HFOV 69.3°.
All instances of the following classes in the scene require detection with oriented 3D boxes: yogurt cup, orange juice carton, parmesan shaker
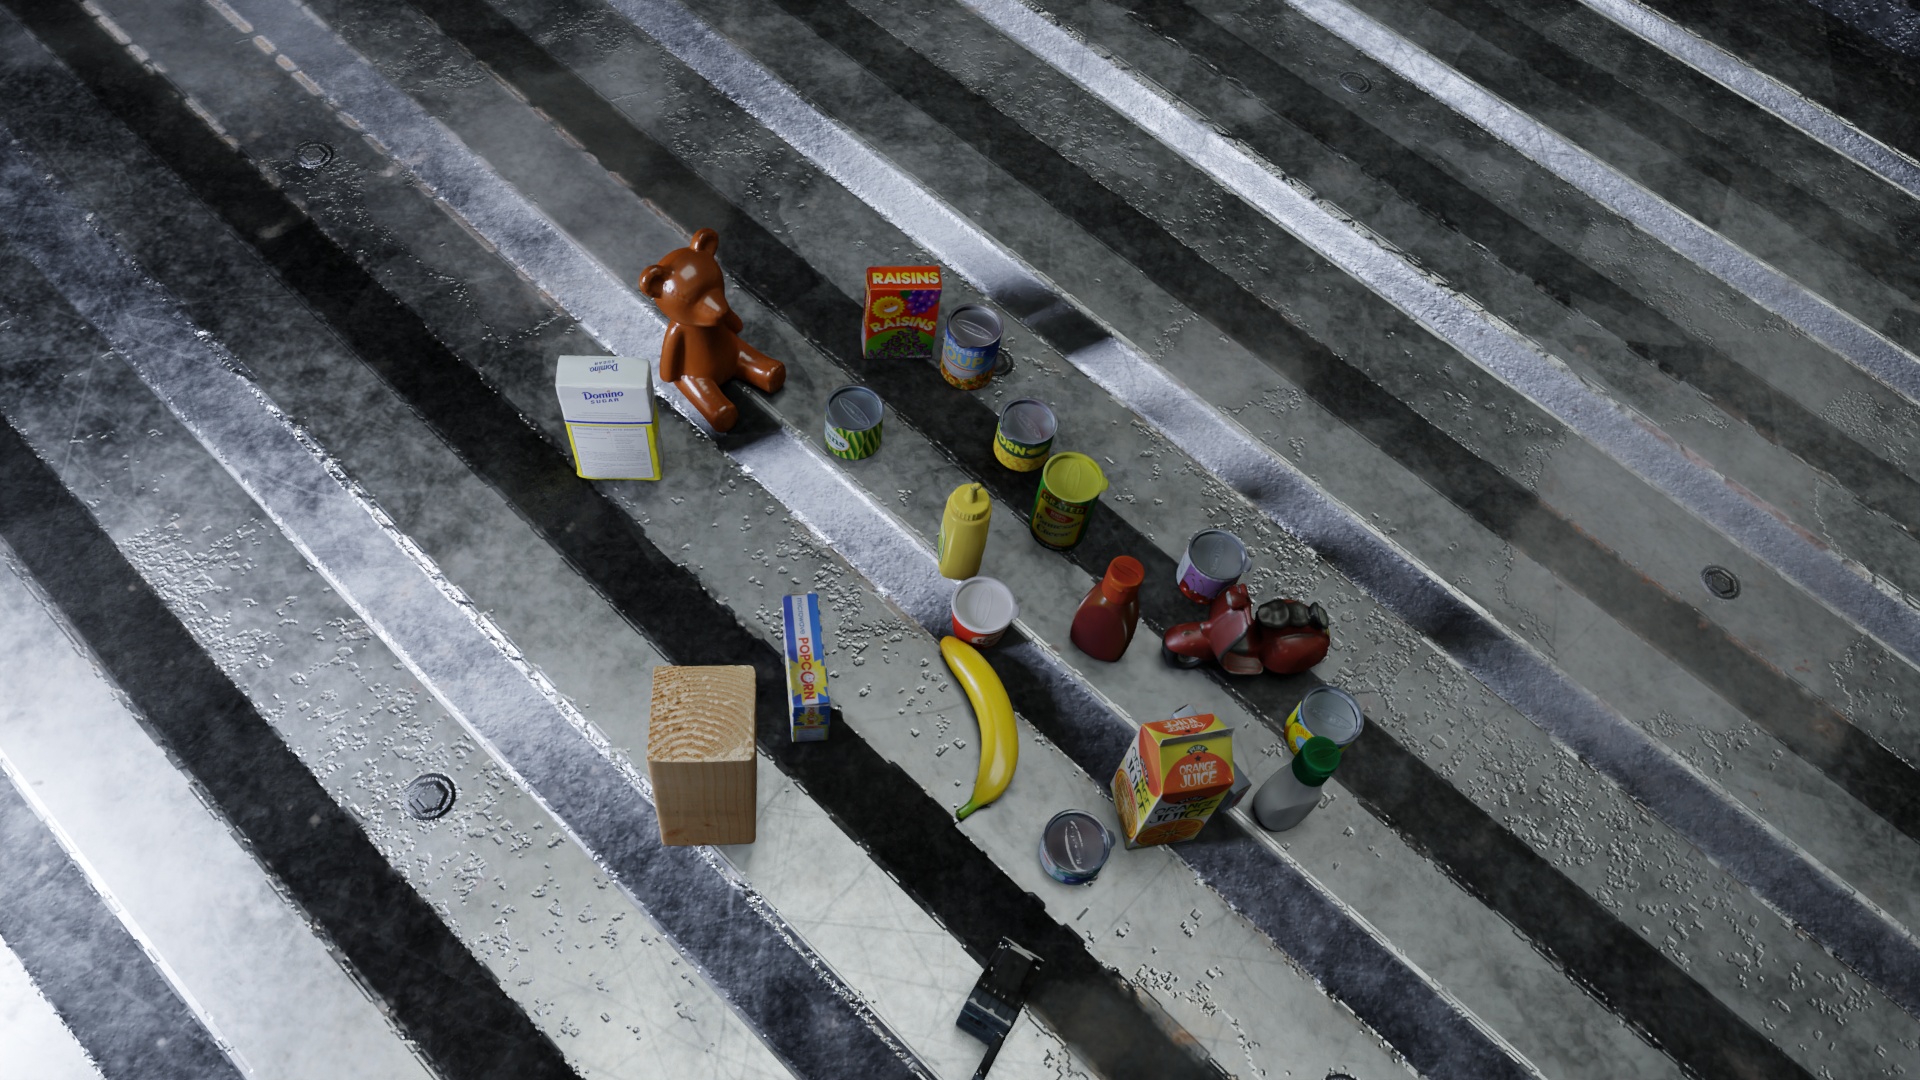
[{"bbox_3d":[0.022,0.079,1.463,0.072,0.053,0.073,4,57,-5],"label":"yogurt cup"},{"bbox_3d":[0.201,0.222,1.314,0.072,0.191,0.073,-6,59,-11],"label":"orange juice carton"},{"bbox_3d":[0.118,-0.040,1.524,0.071,0.102,0.071,4,57,-5],"label":"parmesan shaker"}]

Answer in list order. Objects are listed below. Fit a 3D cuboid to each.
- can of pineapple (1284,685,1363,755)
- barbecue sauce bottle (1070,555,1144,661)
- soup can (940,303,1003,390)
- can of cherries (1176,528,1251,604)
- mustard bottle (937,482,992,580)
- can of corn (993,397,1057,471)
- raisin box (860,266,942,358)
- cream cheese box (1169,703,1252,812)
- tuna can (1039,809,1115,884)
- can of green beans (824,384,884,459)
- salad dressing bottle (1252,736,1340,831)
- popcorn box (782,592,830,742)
[{"bbox_3d":[0.374,0.193,1.436,0.071,0.057,0.071,4,57,-5],"label":"can of pineapple"},{"bbox_3d":[0.156,0.069,1.432,0.065,0.147,0.044,29,59,11],"label":"barbecue sauce bottle"},{"bbox_3d":[0.011,-0.226,1.640,0.071,0.083,0.072,4,57,-5],"label":"soup can"},{"bbox_3d":[0.278,0.031,1.527,0.071,0.058,0.072,4,57,-5],"label":"can of cherries"},{"bbox_3d":[0.005,-0.018,1.461,0.049,0.159,0.065,3,57,-6],"label":"mustard bottle"},{"bbox_3d":[0.072,-0.120,1.596,0.071,0.058,0.071,4,57,-5],"label":"can of corn"},{"bbox_3d":[-0.070,-0.268,1.632,0.086,0.122,0.040,-2,58,-9],"label":"raisin box"},{"bbox_3d":[0.247,0.220,1.404,0.024,0.053,0.104,-26,64,-22],"label":"cream cheese box"},{"bbox_3d":[0.113,0.297,1.348,0.071,0.032,0.071,4,57,-5],"label":"tuna can"},{"bbox_3d":[-0.121,-0.134,1.579,0.071,0.057,0.071,4,57,-5],"label":"can of green beans"},{"bbox_3d":[0.328,0.236,1.349,0.064,0.147,0.044,-10,60,-14],"label":"salad dressing bottle"},{"bbox_3d":[-0.155,0.127,1.390,0.038,0.084,0.127,-4,58,-10],"label":"popcorn box"}]
